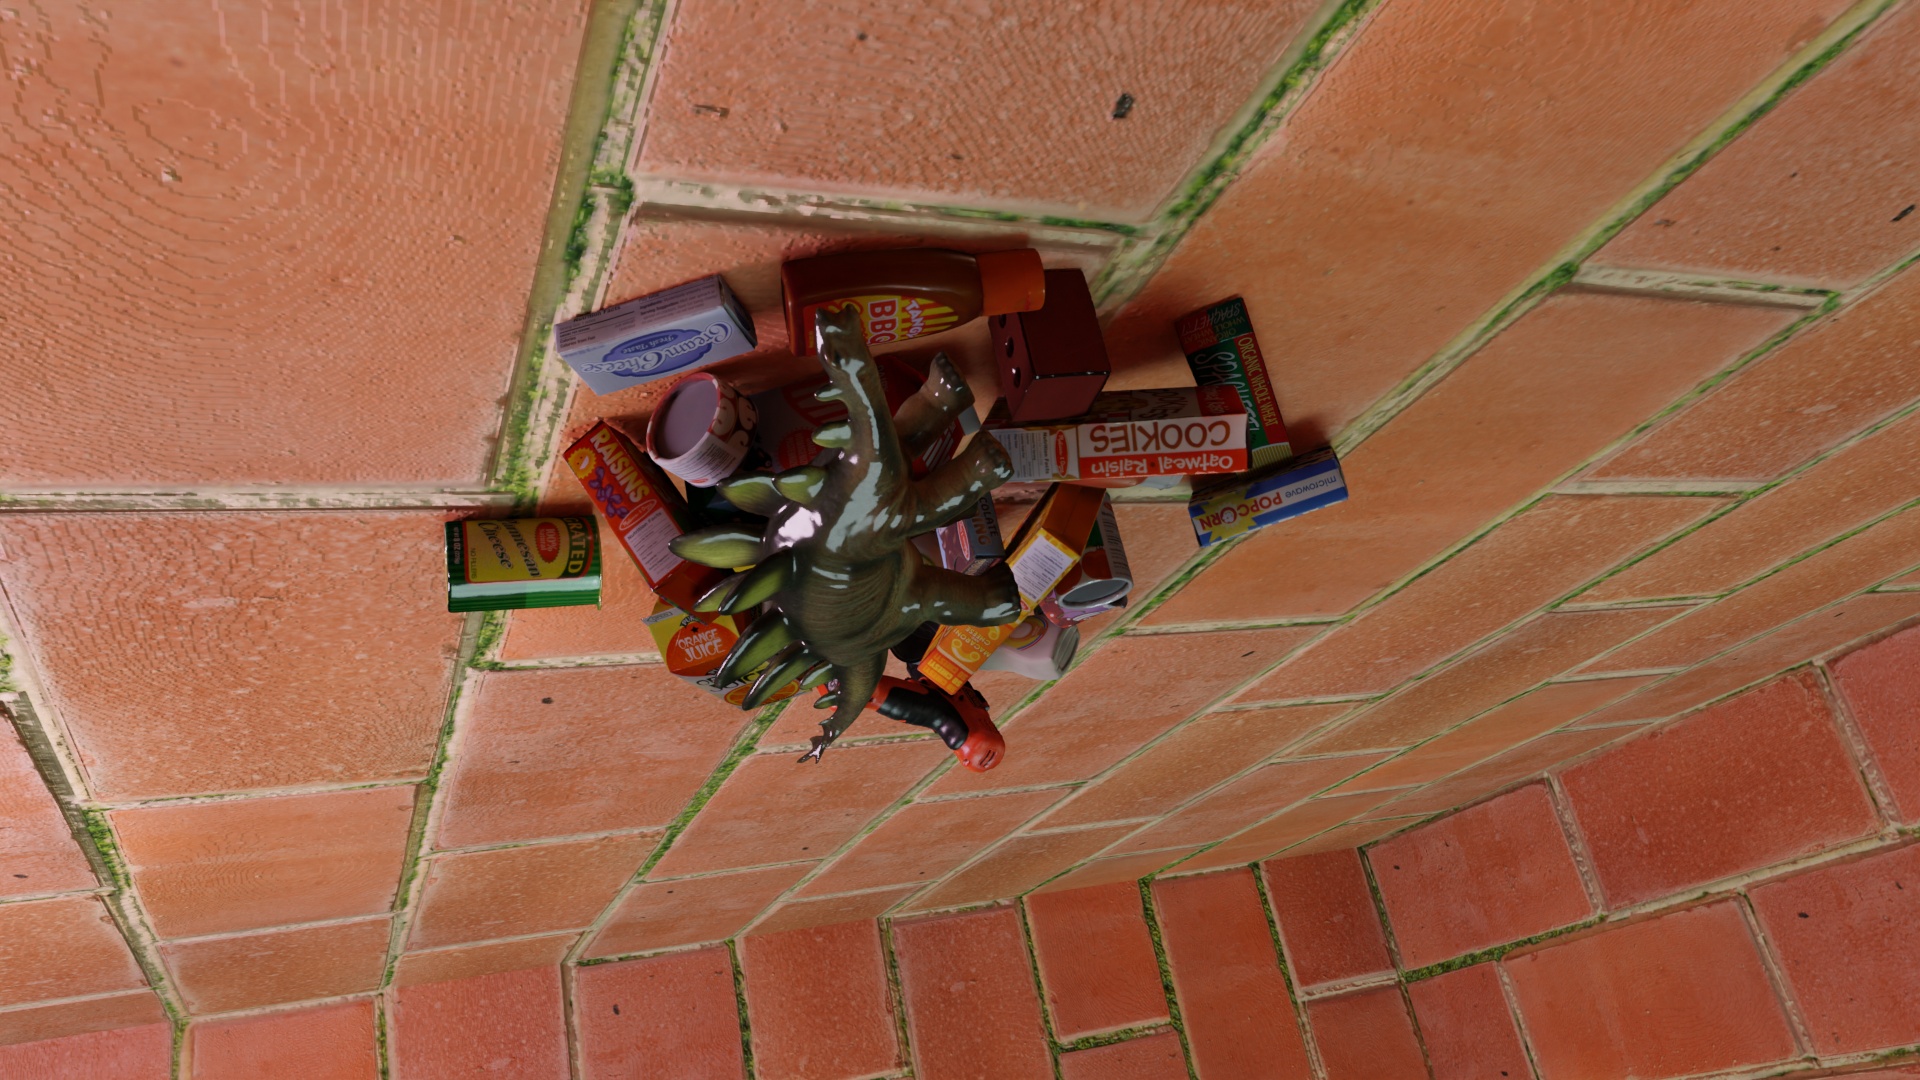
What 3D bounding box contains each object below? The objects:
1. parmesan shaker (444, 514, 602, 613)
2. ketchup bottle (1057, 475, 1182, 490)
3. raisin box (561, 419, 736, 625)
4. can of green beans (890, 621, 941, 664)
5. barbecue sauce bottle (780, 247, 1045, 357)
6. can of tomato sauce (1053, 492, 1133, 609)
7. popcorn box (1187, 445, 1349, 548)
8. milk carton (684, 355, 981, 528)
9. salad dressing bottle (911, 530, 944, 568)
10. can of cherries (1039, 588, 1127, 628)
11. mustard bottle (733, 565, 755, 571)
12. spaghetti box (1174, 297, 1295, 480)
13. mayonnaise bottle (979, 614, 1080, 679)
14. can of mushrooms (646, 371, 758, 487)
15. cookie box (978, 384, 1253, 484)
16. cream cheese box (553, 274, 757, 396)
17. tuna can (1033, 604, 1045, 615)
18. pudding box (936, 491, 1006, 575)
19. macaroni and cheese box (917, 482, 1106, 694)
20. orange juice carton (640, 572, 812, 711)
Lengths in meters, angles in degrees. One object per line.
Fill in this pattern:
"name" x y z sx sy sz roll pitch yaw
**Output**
"parmesan shaker" -0.311 0.019 0.988 0.103 0.071 0.071 -3 155 -22
"ketchup bottle" 0.107 -0.064 1.053 0.149 0.043 0.064 6 158 -38
"raisin box" -0.199 -0.011 0.908 0.040 0.123 0.086 -39 156 0
"can of green beans" -0.026 0.085 1.301 0.071 0.071 0.058 -27 154 30
"barbecue sauce bottle" -0.027 -0.142 0.800 0.149 0.044 0.064 -9 155 -9
"can of tomato sauce" 0.102 0.009 1.167 0.071 0.083 0.071 -11 157 -5
"popcorn box" 0.255 -0.037 1.154 0.126 0.038 0.085 -19 -173 15
"milk carton" -0.082 -0.062 0.917 0.190 0.073 0.072 -15 156 5
"salad dressing bottle" -0.032 0.012 1.154 0.148 0.044 0.064 2 145 -36
"can of cherries" 0.109 0.042 1.266 0.058 0.072 0.071 -28 153 32
"mustard bottle" -0.151 -0.007 1.026 0.160 0.065 0.049 -16 161 17
"spaghetti box" 0.207 -0.105 1.029 0.050 0.029 0.249 -19 157 13
"mayonnaise bottle" 0.037 0.097 1.323 0.148 0.065 0.041 3 135 32
"can of mushrooms" -0.162 -0.071 0.866 0.071 0.071 0.033 -25 143 27
"cookie box" 0.103 -0.071 0.915 0.167 0.040 0.123 -2 -165 8
"cream cheese box" -0.176 -0.118 0.803 0.104 0.024 0.053 -15 157 6
"tuna can" 0.104 0.056 1.343 0.071 0.033 0.070 -11 157 -5
"pudding box" 0.004 -0.013 1.063 0.030 0.084 0.049 0 154 -28
"macaroni and cheese box" 0.042 0.030 1.091 0.040 0.124 0.165 37 120 -4
"orange juice carton" -0.199 0.085 1.199 0.072 0.073 0.192 -17 156 10
